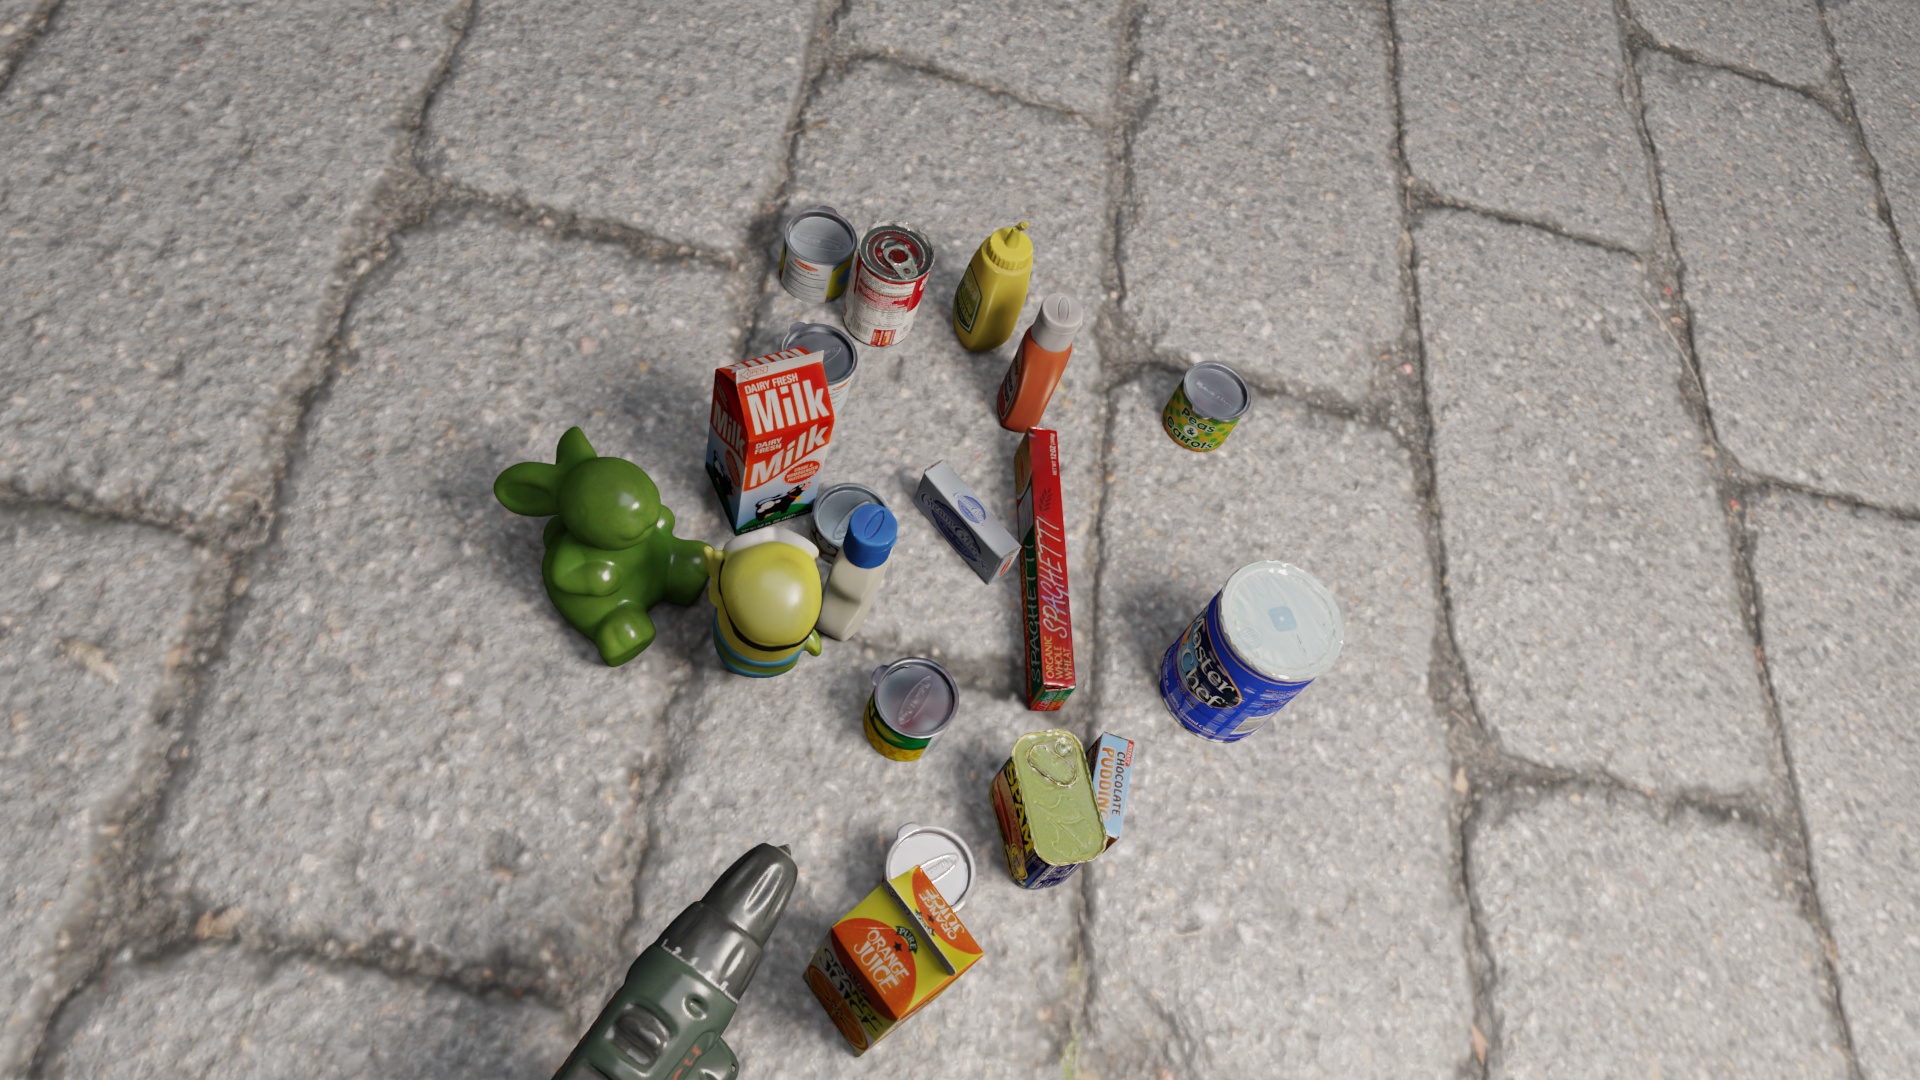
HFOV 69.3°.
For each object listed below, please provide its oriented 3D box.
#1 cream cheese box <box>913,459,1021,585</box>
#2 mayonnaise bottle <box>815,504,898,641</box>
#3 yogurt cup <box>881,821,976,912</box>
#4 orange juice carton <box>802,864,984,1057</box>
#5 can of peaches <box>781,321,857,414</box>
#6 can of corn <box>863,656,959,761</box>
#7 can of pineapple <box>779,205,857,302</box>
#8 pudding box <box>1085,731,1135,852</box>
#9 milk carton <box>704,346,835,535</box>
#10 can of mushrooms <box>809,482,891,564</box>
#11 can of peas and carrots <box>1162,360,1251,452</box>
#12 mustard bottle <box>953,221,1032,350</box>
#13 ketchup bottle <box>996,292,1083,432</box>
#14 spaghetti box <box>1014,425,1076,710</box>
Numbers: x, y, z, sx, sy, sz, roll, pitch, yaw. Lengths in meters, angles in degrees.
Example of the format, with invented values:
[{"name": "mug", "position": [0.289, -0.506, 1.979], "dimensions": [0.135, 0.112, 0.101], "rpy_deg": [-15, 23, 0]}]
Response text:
[{"name": "cream cheese box", "position": [0.004, -0.015, 1.178], "dimensions": [0.024, 0.053, 0.104], "rpy_deg": [-34, 74, -28]}, {"name": "mayonnaise bottle", "position": [-0.080, 0.022, 1.079], "dimensions": [0.041, 0.147, 0.065], "rpy_deg": [27, 58, 1]}, {"name": "yogurt cup", "position": [-0.027, 0.249, 1.020], "dimensions": [0.072, 0.053, 0.073], "rpy_deg": [6, 60, -11]}, {"name": "orange juice carton", "position": [-0.045, 0.277, 0.919], "dimensions": [0.073, 0.191, 0.072], "rpy_deg": [-31, 73, -27]}, {"name": "can of peaches", "position": [-0.128, -0.149, 1.216], "dimensions": [0.071, 0.057, 0.071], "rpy_deg": [6, 60, -11]}, {"name": "can of corn", "position": [-0.042, 0.131, 1.081], "dimensions": [0.071, 0.058, 0.071], "rpy_deg": [6, 60, -11]}, {"name": "can of pineapple", "position": [-0.131, -0.263, 1.280], "dimensions": [0.071, 0.057, 0.071], "rpy_deg": [6, 60, -11]}, {"name": "pudding box", "position": [0.111, 0.199, 1.088], "dimensions": [0.030, 0.049, 0.084], "rpy_deg": [18, 58, -4]}, {"name": "milk carton", "position": [-0.152, -0.087, 1.097], "dimensions": [0.072, 0.189, 0.073], "rpy_deg": [-18, 68, -23]}, {"name": "can of mushrooms", "position": [-0.090, -0.011, 1.163], "dimensions": [0.071, 0.033, 0.071], "rpy_deg": [6, 60, -11]}, {"name": "can of peas and carrots", "position": [0.228, -0.123, 1.295], "dimensions": [0.071, 0.058, 0.071], "rpy_deg": [6, 60, -11]}, {"name": "mustard bottle", "position": [0.033, -0.236, 1.248], "dimensions": [0.049, 0.159, 0.065], "rpy_deg": [-10, 65, -20]}, {"name": "ketchup bottle", "position": [0.070, -0.158, 1.221], "dimensions": [0.043, 0.148, 0.065], "rpy_deg": [10, 60, -9]}, {"name": "spaghetti box", "position": [0.070, 0.021, 1.177], "dimensions": [0.029, 0.050, 0.251], "rpy_deg": [5, 60, -12]}]
